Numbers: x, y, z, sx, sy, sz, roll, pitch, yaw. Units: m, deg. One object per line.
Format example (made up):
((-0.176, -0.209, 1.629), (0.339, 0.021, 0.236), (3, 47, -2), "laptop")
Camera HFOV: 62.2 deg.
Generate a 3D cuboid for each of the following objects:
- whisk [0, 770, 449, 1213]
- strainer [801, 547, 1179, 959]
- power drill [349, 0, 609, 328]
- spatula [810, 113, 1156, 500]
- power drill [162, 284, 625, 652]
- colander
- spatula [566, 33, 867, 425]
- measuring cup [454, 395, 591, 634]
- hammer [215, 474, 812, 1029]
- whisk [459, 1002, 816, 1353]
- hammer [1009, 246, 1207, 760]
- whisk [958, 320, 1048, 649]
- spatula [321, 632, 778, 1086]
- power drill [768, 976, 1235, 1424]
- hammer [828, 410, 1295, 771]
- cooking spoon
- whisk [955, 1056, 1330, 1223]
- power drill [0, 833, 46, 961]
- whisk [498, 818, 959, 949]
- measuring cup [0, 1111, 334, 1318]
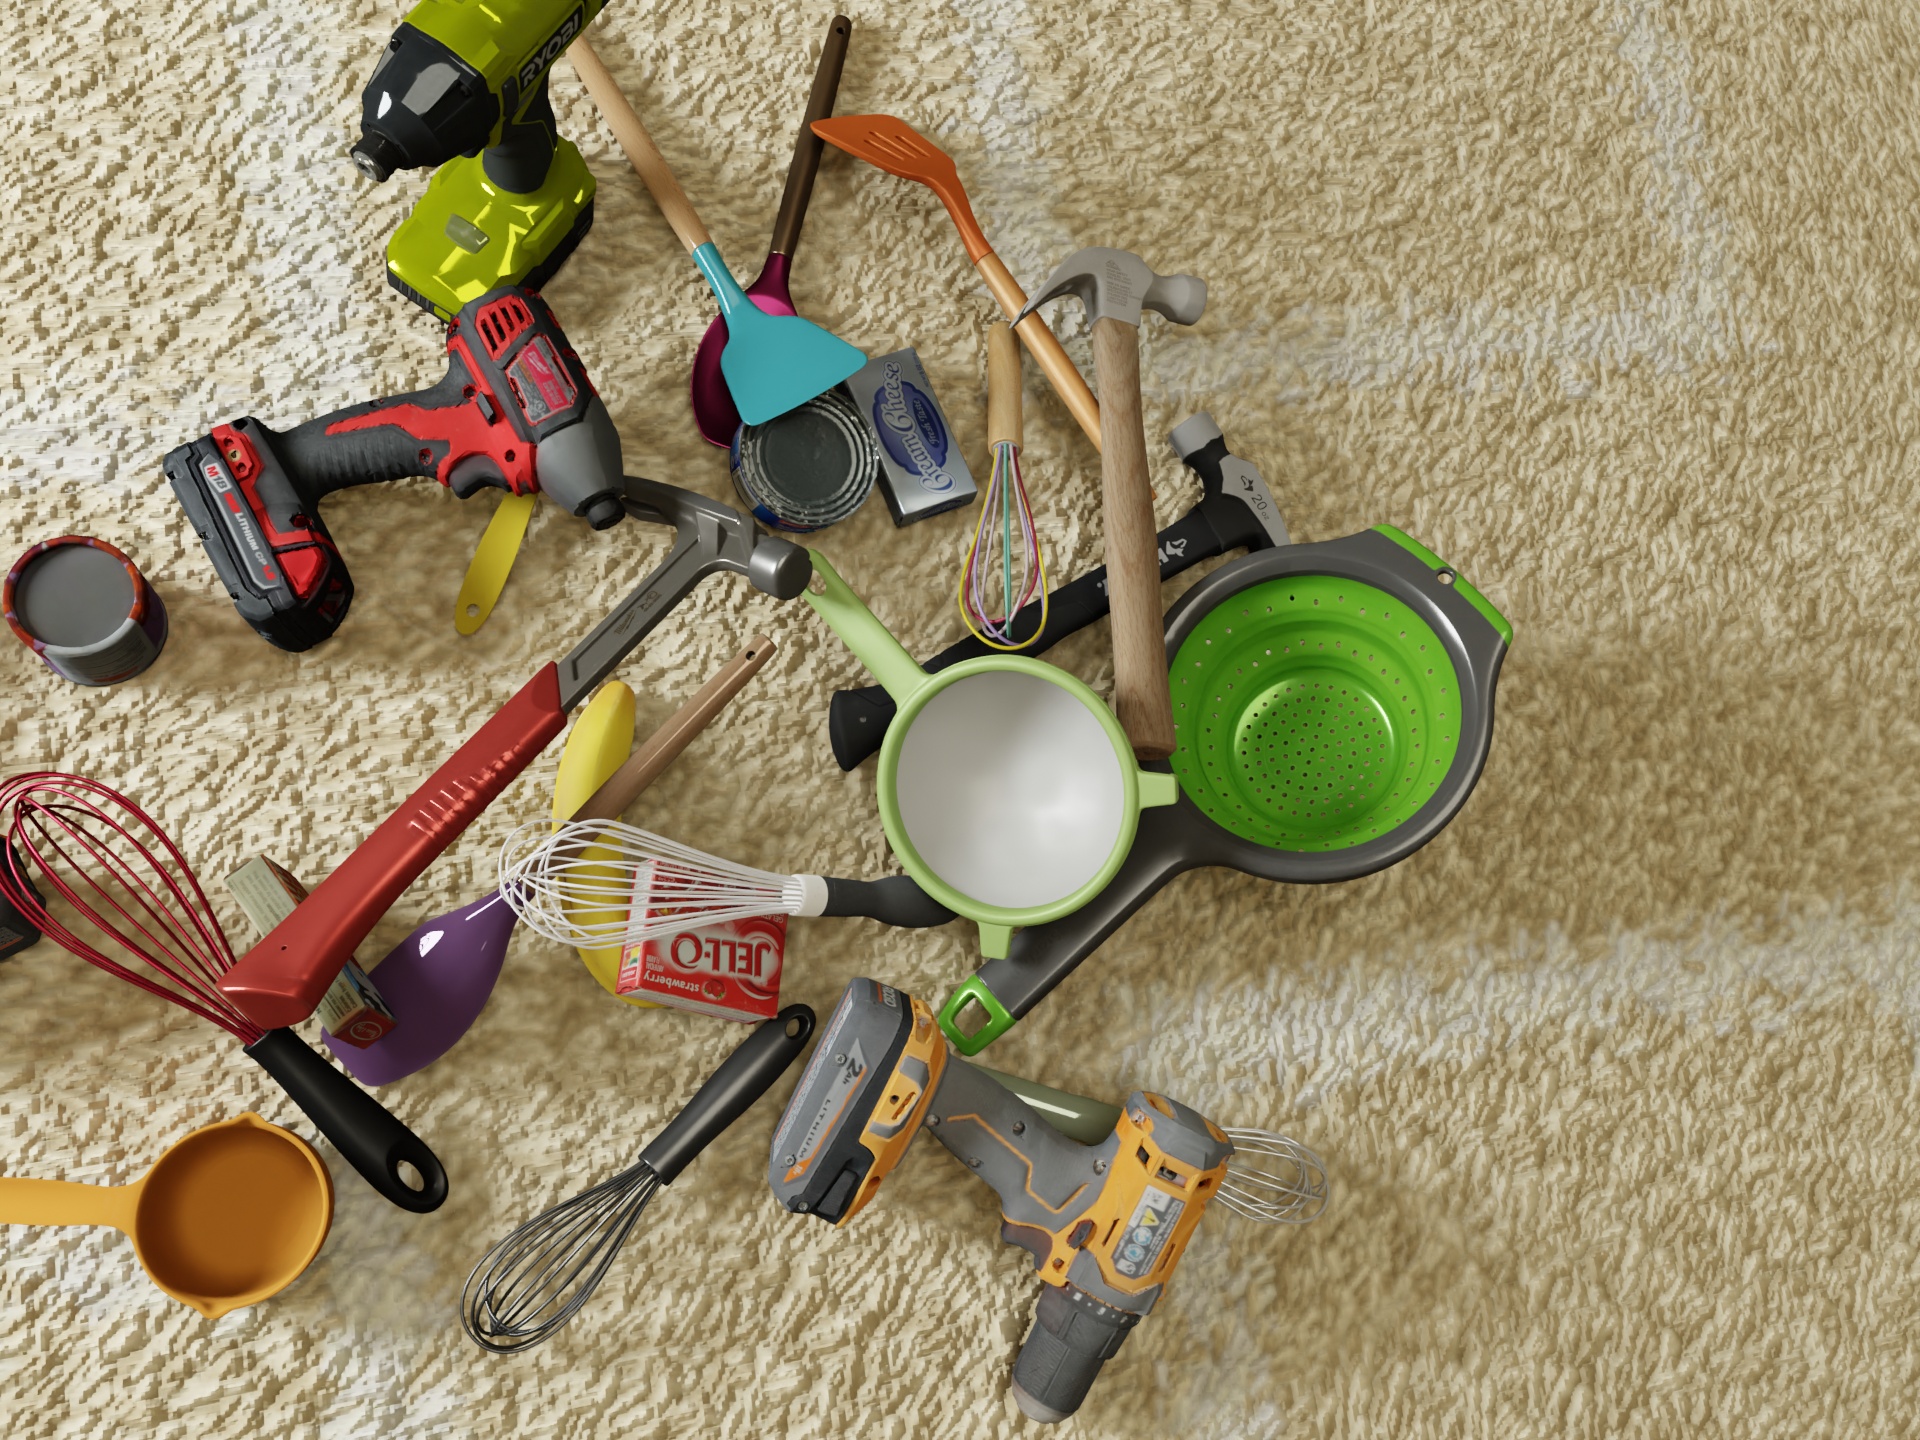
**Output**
((-0.356, 0.139, 0.780), (0.073, 0.073, 0.295), (-45, 108, -20), "whisk")
((-0.001, -0.003, 0.903), (0.151, 0.069, 0.256), (-45, 80, 19), "strainer")
((-0.259, -0.309, 0.859), (0.080, 0.223, 0.171), (34, 70, -4), "power drill")
((0.024, -0.265, 1.004), (0.081, 0.041, 0.322), (-29, 84, -45), "spatula")
((-0.296, -0.132, 0.867), (0.219, 0.078, 0.143), (-29, 85, -12), "power drill")
((0.149, 0.060, 0.948), (0.397, 0.094, 0.205), (-42, 67, -2), "colander")
((-0.169, -0.313, 0.967), (0.082, 0.044, 0.318), (-31, 79, -9), "spatula")
((-0.255, -0.120, 0.922), (0.062, 0.029, 0.156), (22, 83, -2), "measuring cup")
((-0.240, 0.007, 0.824), (0.149, 0.036, 0.359), (23, 60, 31), "hammer")
((-0.164, 0.235, 0.843), (0.055, 0.055, 0.239), (47, 66, 0), "whisk")
((0.097, -0.137, 0.948), (0.130, 0.031, 0.331), (8, 68, -24), "hammer")
((0.024, -0.148, 0.965), (0.047, 0.051, 0.245), (-8, 59, 14), "whisk")
((-0.211, 0.071, 0.844), (0.060, 0.018, 0.316), (44, 86, 6), "spatula")
((0.010, 0.259, 0.852), (0.226, 0.084, 0.185), (26, 93, -7), "power drill")
((0.064, -0.060, 0.980), (0.335, 0.035, 0.146), (-30, 85, -19), "hammer")
((-0.108, -0.314, 1.008), (0.068, 0.017, 0.319), (14, 74, -9), "cooking spoon")
((0.098, 0.236, 0.911), (0.246, 0.057, 0.059), (18, 41, -6), "whisk")
((-0.545, 0.023, 0.779), (0.164, 0.084, 0.226), (-30, 82, -21), "power drill")
((-0.109, 0.092, 0.841), (0.284, 0.070, 0.070), (9, 72, -39), "whisk")
((-0.396, 0.237, 0.777), (0.173, 0.052, 0.095), (7, 75, -11), "measuring cup")
